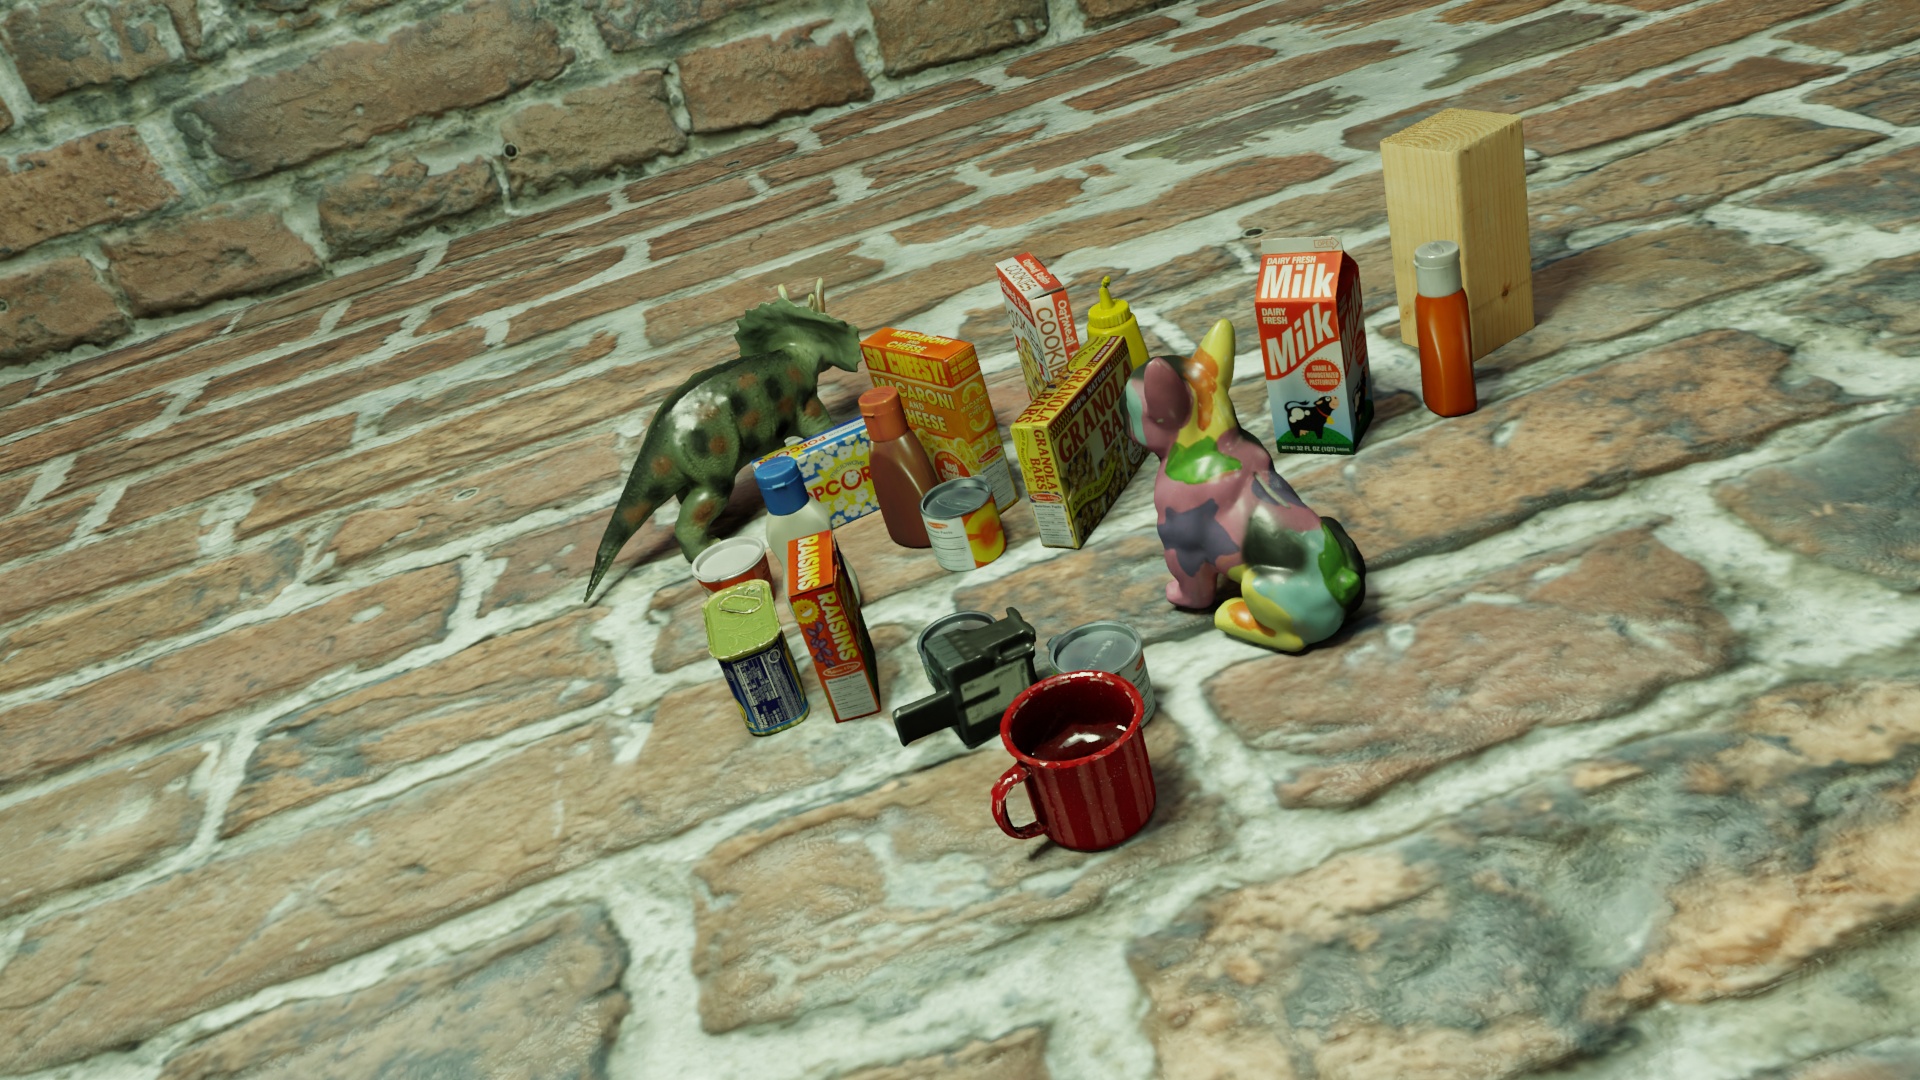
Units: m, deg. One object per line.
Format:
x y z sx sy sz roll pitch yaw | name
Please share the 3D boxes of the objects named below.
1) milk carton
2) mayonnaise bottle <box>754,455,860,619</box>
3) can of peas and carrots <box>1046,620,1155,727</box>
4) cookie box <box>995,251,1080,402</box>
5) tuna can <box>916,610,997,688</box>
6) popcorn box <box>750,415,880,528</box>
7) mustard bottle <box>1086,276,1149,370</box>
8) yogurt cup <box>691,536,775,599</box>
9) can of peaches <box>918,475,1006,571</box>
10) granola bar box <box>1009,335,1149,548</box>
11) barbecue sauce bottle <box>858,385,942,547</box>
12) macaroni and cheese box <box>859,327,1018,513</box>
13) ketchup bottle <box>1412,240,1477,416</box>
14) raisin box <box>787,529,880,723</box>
0.306 -0.174 1.203 0.072 0.189 0.074 3 36 32 | milk carton
-0.133 0.000 1.178 0.065 0.147 0.041 -17 30 1 | mayonnaise bottle
0.099 0.099 0.984 0.071 0.058 0.071 -13 30 8 | can of peas and carrots
0.086 -0.184 1.354 0.040 0.166 0.123 -20 30 -5 | cookie box
0.000 0.088 1.078 0.071 0.032 0.071 -13 30 8 | tuna can
-0.127 -0.058 1.334 0.127 0.085 0.038 -24 30 -12 | popcorn box
0.149 -0.176 1.316 0.049 0.159 0.065 -25 31 -14 | mustard bottle
-0.200 0.036 1.246 0.072 0.053 0.073 -13 30 8 | yogurt cup
0.004 -0.015 1.223 0.071 0.057 0.071 -13 30 8 | can of peaches
0.110 -0.089 1.227 0.039 0.123 0.166 4 36 32 | granola bar box
-0.054 -0.065 1.246 0.065 0.148 0.044 8 38 37 | barbecue sauce bottle
-0.020 -0.110 1.285 0.040 0.165 0.124 -36 35 -30 | macaroni and cheese box
0.419 -0.185 1.206 0.043 0.148 0.065 -13 30 7 | ketchup bottle
-0.098 0.066 1.074 0.040 0.123 0.086 -16 30 3 | raisin box
